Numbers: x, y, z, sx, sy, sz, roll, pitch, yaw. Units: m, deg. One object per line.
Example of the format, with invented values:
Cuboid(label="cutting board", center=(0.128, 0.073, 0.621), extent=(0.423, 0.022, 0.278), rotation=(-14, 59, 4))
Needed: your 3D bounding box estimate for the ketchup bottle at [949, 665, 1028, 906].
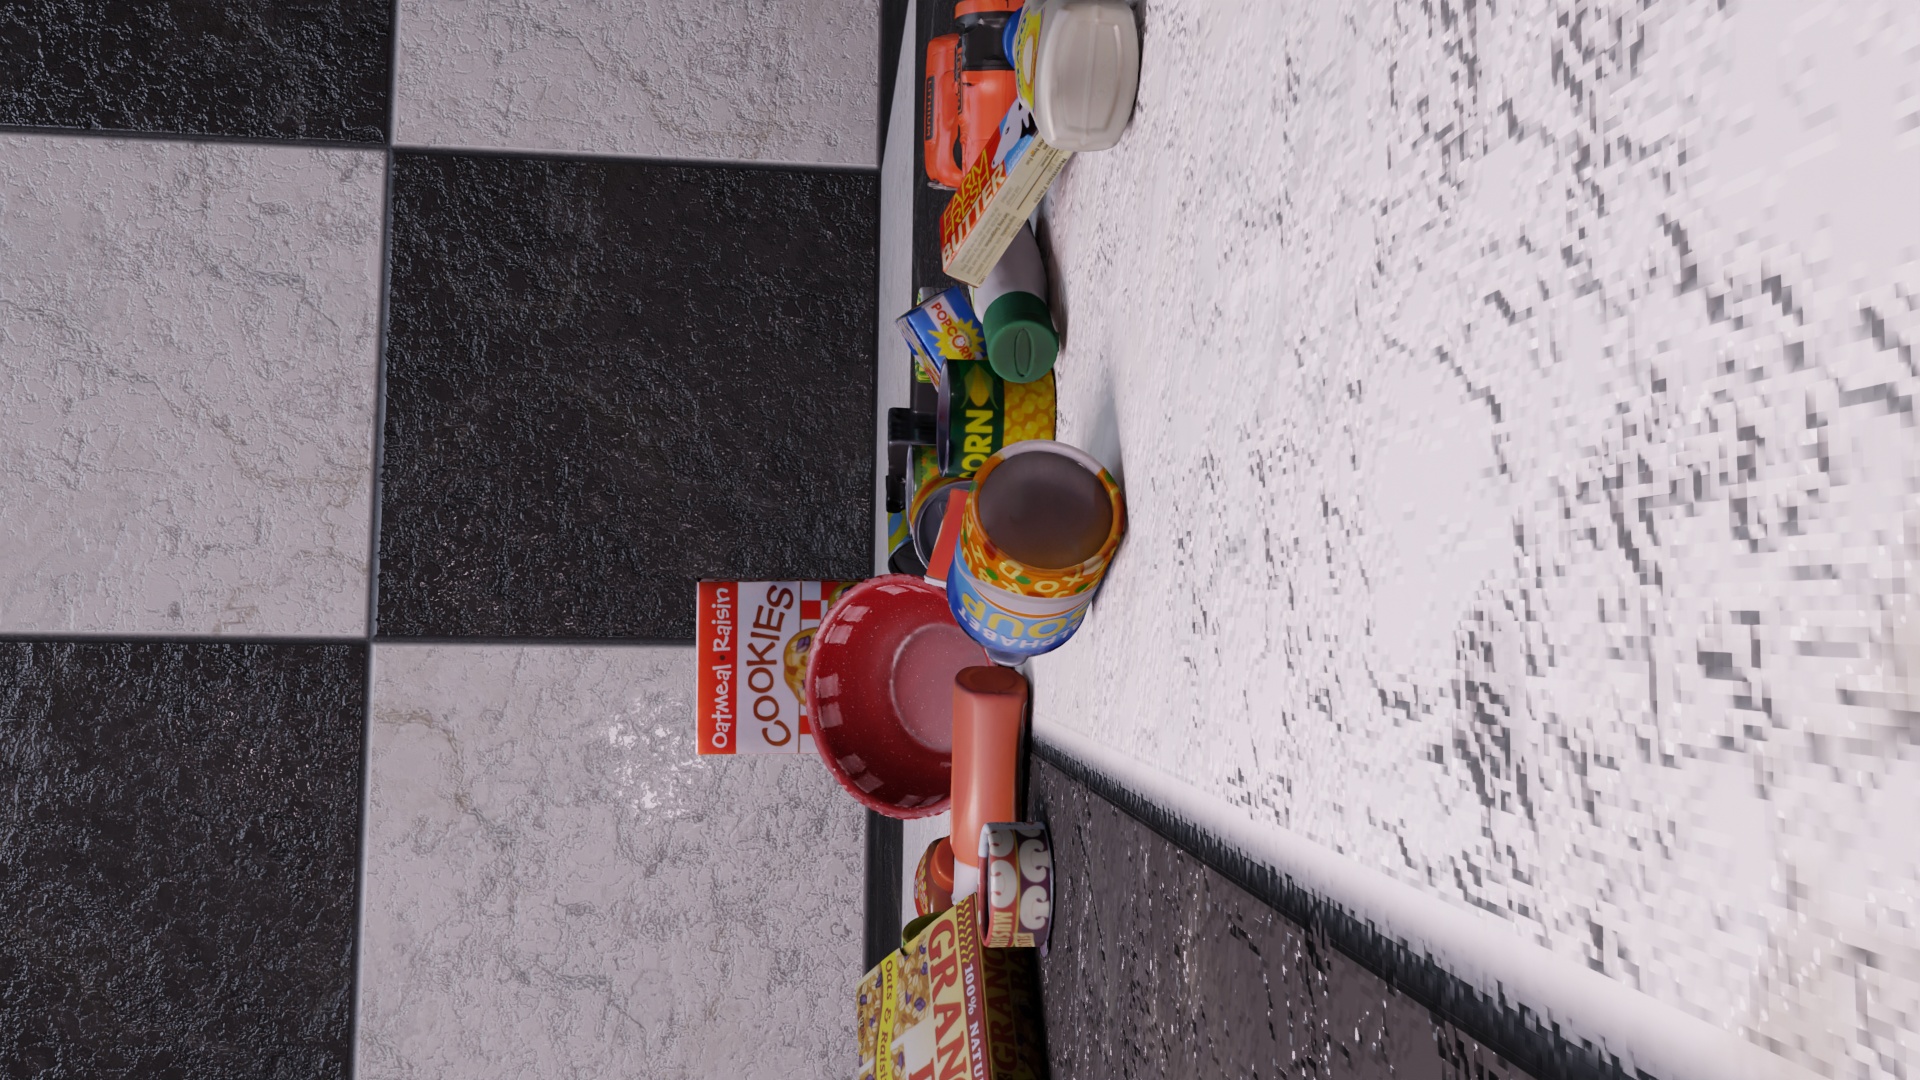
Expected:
Cuboid(label="ketchup bottle", center=(0.015, 0.153, 0.825), extent=(0.065, 0.043, 0.148), rotation=(-116, 28, -79))

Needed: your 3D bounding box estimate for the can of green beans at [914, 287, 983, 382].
Cuboid(label="can of green beans", center=(-0.001, -0.142, 0.964), extent=(0.071, 0.058, 0.071), rotation=(-175, 87, -84))

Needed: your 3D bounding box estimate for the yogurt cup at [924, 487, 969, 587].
Cuboid(label="yogurt cup", center=(0.018, 0.002, 0.746), extent=(0.072, 0.072, 0.054), rotation=(-156, 75, -83))

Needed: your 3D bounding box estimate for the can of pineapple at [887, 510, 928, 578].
Cuboid(label="can of pineapple", center=(-0.027, -0.003, 1.158), extent=(0.070, 0.071, 0.058), rotation=(98, 171, -49))

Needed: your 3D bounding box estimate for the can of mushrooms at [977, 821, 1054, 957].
Cuboid(label="can of mushrooms", center=(0.029, 0.186, 0.743), extent=(0.071, 0.033, 0.071), rotation=(-175, 87, -83))

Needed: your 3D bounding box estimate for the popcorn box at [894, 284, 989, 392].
Cuboid(label="popcorn box", center=(-0.001, -0.112, 0.869), extent=(0.085, 0.038, 0.127), rotation=(56, 179, -10))

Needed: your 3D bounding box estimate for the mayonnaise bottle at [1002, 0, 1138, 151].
Cuboid(label="mayonnaise bottle", center=(0.045, -0.216, 0.622), extent=(0.149, 0.041, 0.064), rotation=(-103, 16, -64))

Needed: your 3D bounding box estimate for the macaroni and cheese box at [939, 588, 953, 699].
Cuboid(label="macaroni and cheese box", center=(-0.007, 0.087, 1.061), extent=(0.165, 0.040, 0.124), rotation=(104, 165, -64))

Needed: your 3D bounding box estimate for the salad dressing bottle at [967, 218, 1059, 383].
Cuboid(label="salad dressing bottle", center=(0.027, -0.137, 0.769), extent=(0.148, 0.044, 0.064), rotation=(-98, 6, -56))

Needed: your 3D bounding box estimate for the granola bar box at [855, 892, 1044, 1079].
Cuboid(label="granola bar box", center=(-0.008, 0.297, 0.762), extent=(0.123, 0.039, 0.166), rotation=(-46, 34, 33))

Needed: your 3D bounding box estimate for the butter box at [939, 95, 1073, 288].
Cuboid(label="butter box", center=(0.023, -0.185, 0.719), extent=(0.103, 0.024, 0.053), rotation=(-51, 29, 38))

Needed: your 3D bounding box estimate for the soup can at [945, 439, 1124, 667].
Cuboid(label="soup can", center=(0.030, 0.007, 0.600), extent=(0.083, 0.071, 0.071), rotation=(103, 166, -62))

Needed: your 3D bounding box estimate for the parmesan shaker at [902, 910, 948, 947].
Cuboid(label="parmesan shaker", center=(-0.003, 0.298, 0.886), extent=(0.071, 0.071, 0.103), rotation=(-120, 31, -78))

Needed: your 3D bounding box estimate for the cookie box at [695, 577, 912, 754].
Cuboid(label="cookie box", center=(-0.104, 0.089, 0.992), extent=(0.040, 0.168, 0.123), rotation=(-174, 85, -82))

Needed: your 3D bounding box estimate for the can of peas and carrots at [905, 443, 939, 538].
Cuboid(label="can of peas and carrots", center=(-0.009, -0.036, 1.023), extent=(0.071, 0.059, 0.071), rotation=(-176, 87, -84))

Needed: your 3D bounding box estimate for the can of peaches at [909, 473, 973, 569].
Cuboid(label="can of peaches", center=(0.003, -0.011, 0.883), extent=(0.058, 0.071, 0.071), rotation=(-119, 31, -79))

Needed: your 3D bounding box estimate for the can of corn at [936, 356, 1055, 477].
Cuboid(label="can of corn", center=(0.019, -0.065, 0.764), extent=(0.071, 0.058, 0.071), rotation=(-175, 87, -84))

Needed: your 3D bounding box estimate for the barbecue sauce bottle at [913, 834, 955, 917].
Cuboid(label="barbecue sauce bottle", center=(-0.007, 0.247, 1.023), extent=(0.148, 0.044, 0.065), rotation=(106, 164, -66))
